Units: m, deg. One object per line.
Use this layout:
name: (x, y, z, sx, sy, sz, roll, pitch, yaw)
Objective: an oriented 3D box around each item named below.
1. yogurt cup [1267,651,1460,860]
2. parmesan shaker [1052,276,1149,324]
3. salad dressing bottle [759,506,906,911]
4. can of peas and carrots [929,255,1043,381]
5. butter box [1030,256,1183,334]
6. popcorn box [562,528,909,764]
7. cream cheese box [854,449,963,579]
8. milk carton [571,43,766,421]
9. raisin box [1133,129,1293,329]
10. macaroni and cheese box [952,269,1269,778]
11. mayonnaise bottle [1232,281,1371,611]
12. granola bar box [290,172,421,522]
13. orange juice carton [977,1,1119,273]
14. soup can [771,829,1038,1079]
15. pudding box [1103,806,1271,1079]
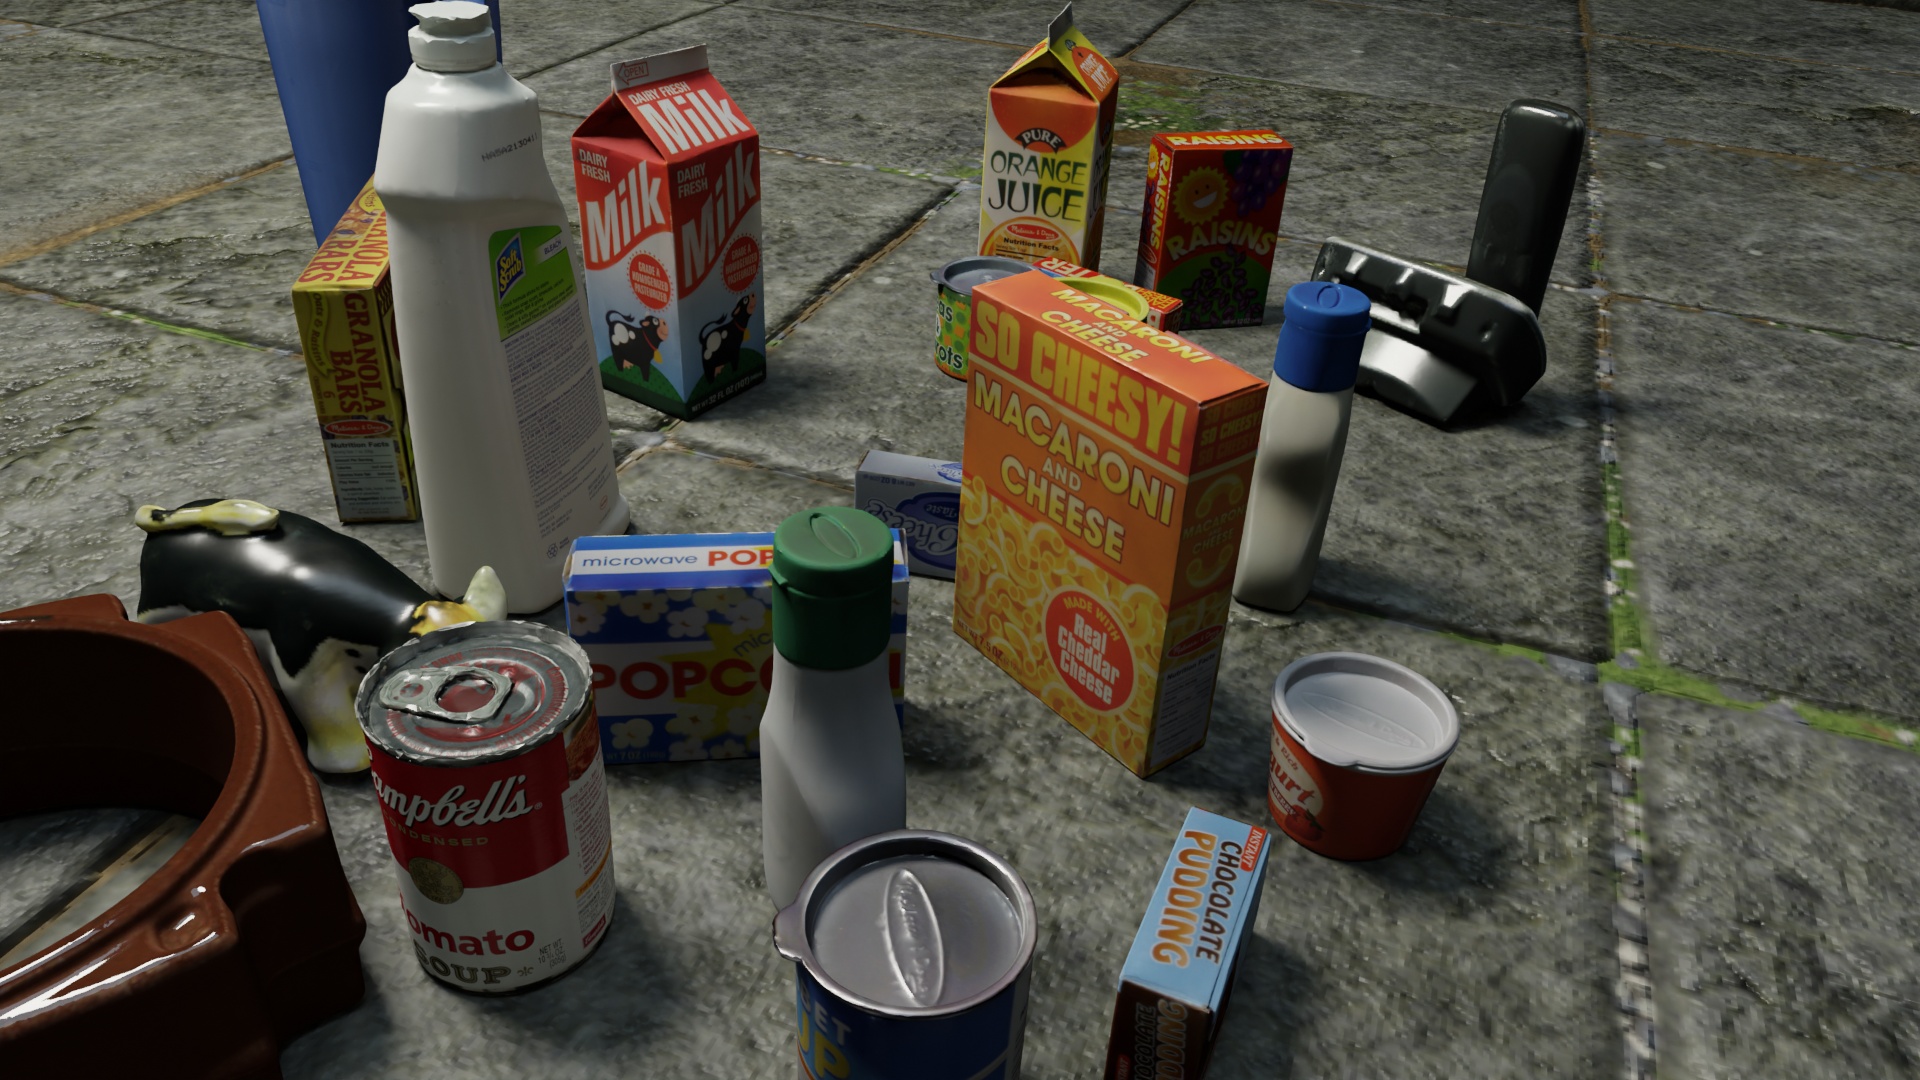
yogurt cup: (0.147, 0.082, 0.523, 0.072, 0.053, 0.073, 3, 32, -2)
parmesan shaker: (0.060, -0.078, 0.722, 0.071, 0.102, 0.071, 3, 32, -2)
salad dressing bottle: (-0.042, 0.060, 0.451, 0.044, 0.146, 0.064, -14, 36, -26)
can of peas and carrots: (0.015, -0.135, 0.850, 0.071, 0.058, 0.071, 3, 32, -2)
butter box: (0.087, -0.137, 0.866, 0.103, 0.052, 0.024, 26, 38, 31)
popcorn box: (-0.084, 0.041, 0.537, 0.127, 0.084, 0.038, -2, 32, -8)
cream cheese box: (0.002, -0.008, 0.653, 0.104, 0.053, 0.024, 9, 32, 8)
milk carton: (-0.159, -0.172, 0.768, 0.073, 0.189, 0.073, 22, 36, 26)
raisin box: (0.164, -0.204, 0.914, 0.086, 0.122, 0.040, -5, 33, -14)
macaroni and cheese box: (0.052, -0.008, 0.552, 0.040, 0.165, 0.124, -21, 40, -34)
mayonnaise bottle: (0.154, -0.043, 0.635, 0.041, 0.147, 0.065, 13, 33, 14)
granola bar box: (-0.288, -0.104, 0.709, 0.039, 0.123, 0.166, -1, 32, -8)
orange juice carton: (0.057, -0.243, 0.900, 0.073, 0.191, 0.072, 11, 33, 12)
soup can: (-0.017, 0.135, 0.395, 0.071, 0.083, 0.072, 3, 32, -2)
pudding box: (0.074, 0.131, 0.442, 0.030, 0.049, 0.084, 15, 34, 18)
